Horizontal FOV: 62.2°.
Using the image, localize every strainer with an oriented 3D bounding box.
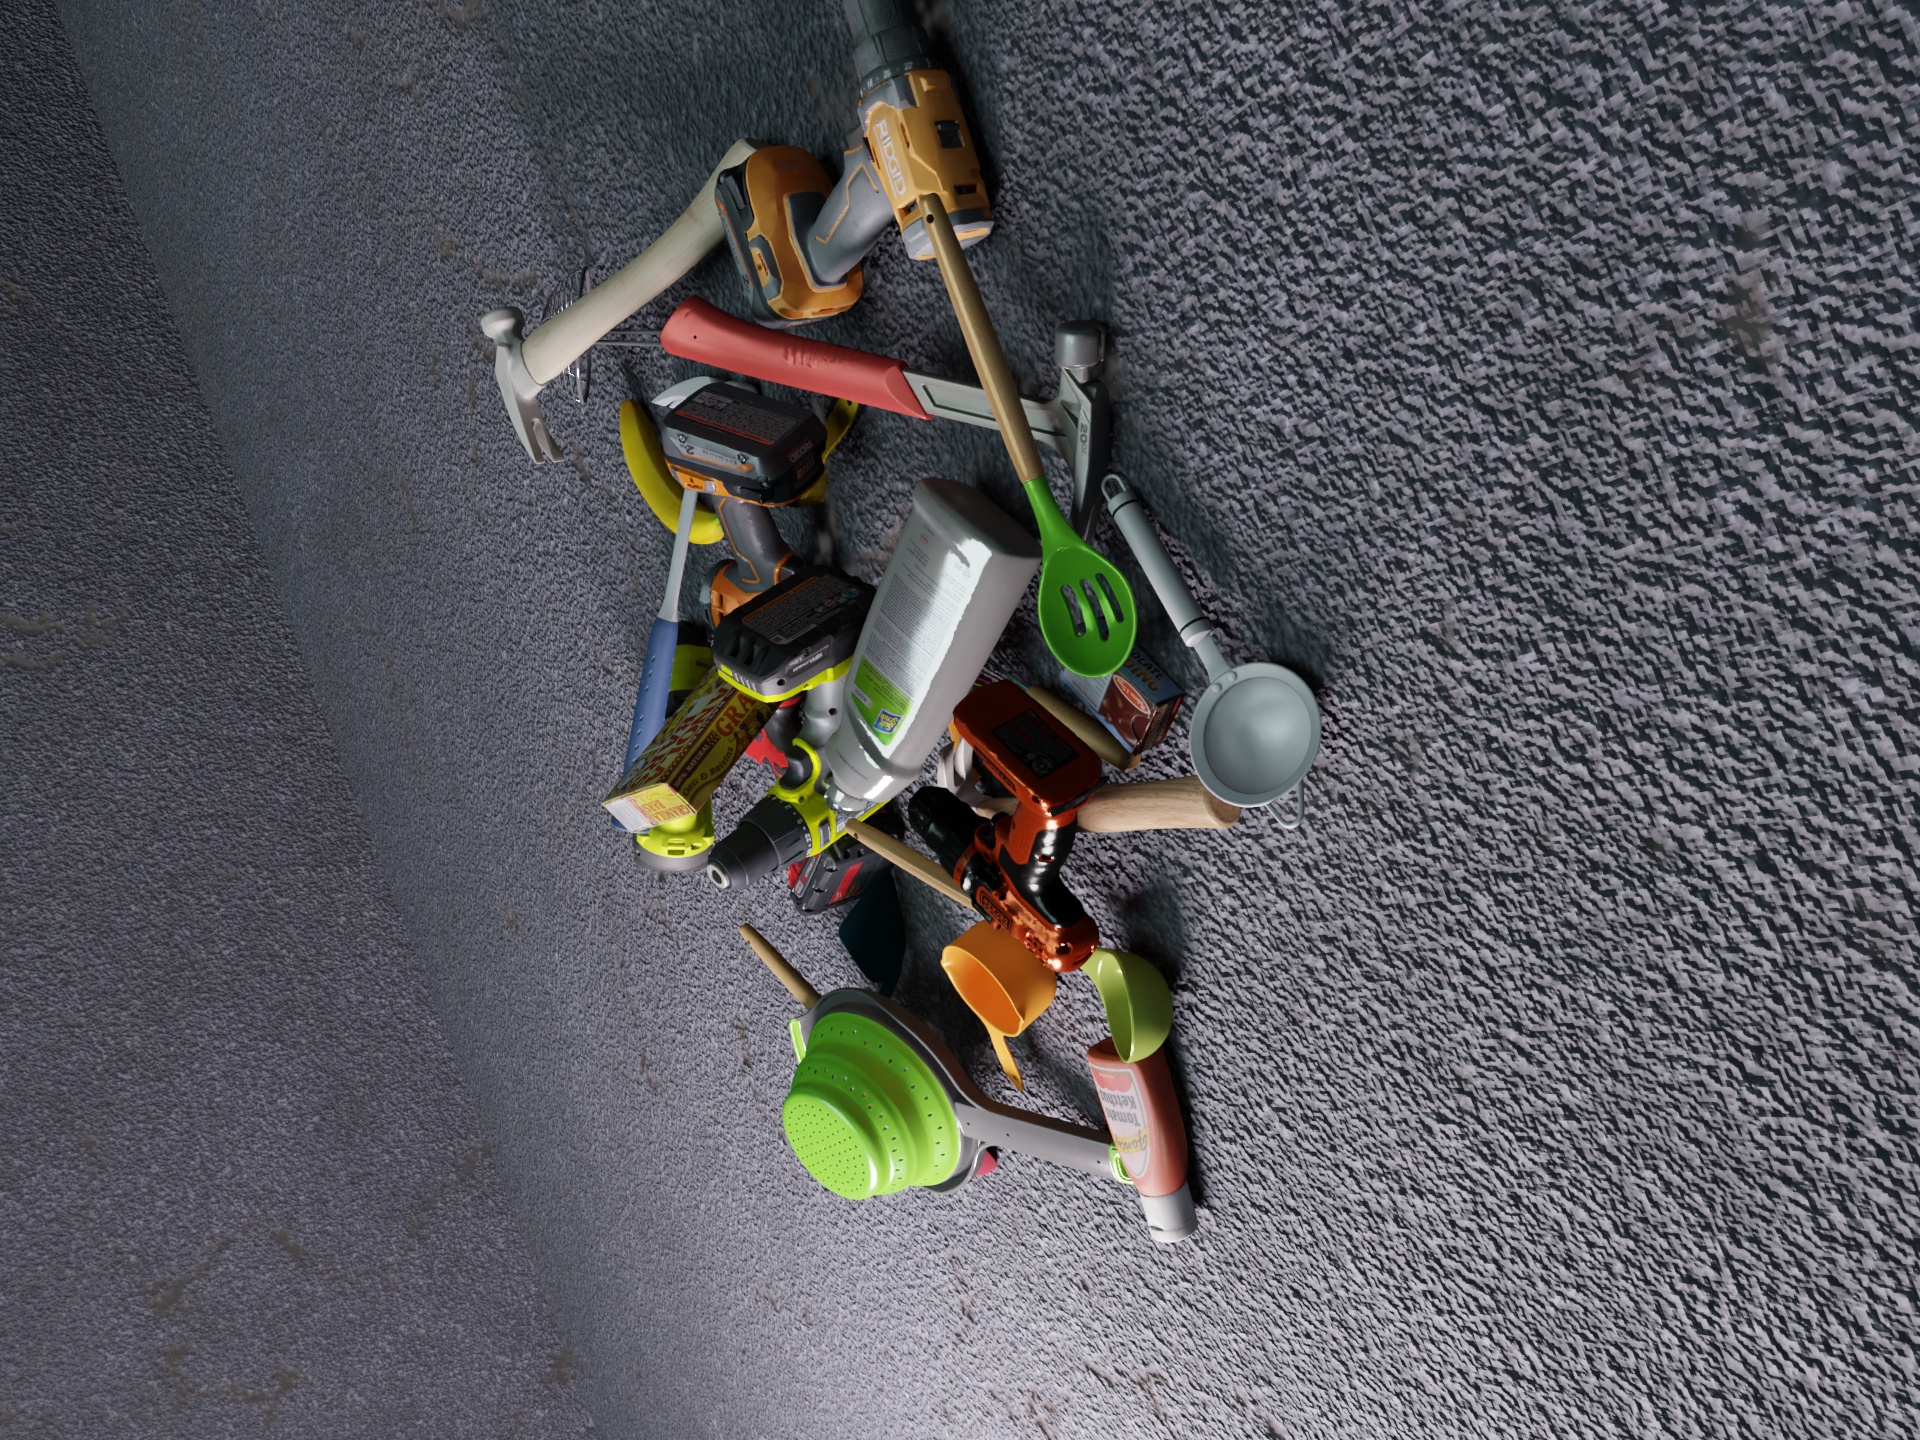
[{"bbox_3d":[0.149,-0.047,0.963,0.087,0.050,0.259,-37,67,27],"label":"strainer"}]

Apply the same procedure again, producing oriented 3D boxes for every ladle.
[{"bbox_3d":[0.024,0.151,1.186,0.320,0.062,0.078,27,135,31],"label":"ladle"},{"bbox_3d":[-0.090,0.297,1.433,0.315,0.031,0.069,45,149,10],"label":"ladle"}]

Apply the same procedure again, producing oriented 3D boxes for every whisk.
[{"bbox_3d":[0.034,-0.022,1.143,0.245,0.047,0.051,33,132,38],"label":"whisk"}]

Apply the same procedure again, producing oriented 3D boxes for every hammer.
[{"bbox_3d":[0.077,0.060,1.098,0.331,0.031,0.130,-12,107,60],"label":"hammer"},{"bbox_3d":[-0.259,-0.102,1.408,0.144,0.035,0.405,22,103,52],"label":"hammer"},{"bbox_3d":[-0.060,-0.223,1.083,0.359,0.037,0.149,19,124,29],"label":"hammer"},{"bbox_3d":[-0.272,-0.352,1.328,0.410,0.038,0.146,-20,88,44],"label":"hammer"}]

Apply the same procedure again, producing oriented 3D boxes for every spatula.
[{"bbox_3d":[-0.083,0.272,1.471,0.044,0.082,0.317,27,137,17],"label":"spatula"}]

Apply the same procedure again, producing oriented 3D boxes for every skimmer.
[{"bbox_3d":[-0.260,-0.338,1.409,0.363,0.090,0.127,14,105,41],"label":"skimmer"}]

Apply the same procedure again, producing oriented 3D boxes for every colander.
[{"bbox_3d":[-0.023,0.344,1.310,0.397,0.094,0.204,4,117,41],"label":"colander"}]

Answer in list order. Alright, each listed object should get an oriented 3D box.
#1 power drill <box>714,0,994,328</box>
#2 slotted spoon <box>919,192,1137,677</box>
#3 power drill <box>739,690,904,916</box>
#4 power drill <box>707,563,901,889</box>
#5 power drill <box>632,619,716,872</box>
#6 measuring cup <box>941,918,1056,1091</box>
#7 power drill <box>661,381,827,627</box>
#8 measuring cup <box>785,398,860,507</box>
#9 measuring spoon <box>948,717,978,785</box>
[{"bbox_3d":[-0.080,-0.381,1.079,0.226,0.084,0.185,-12,97,53],"label":"power drill"},{"bbox_3d":[0.038,-0.176,0.991,0.070,0.031,0.313,-16,101,33],"label":"slotted spoon"},{"bbox_3d":[-0.146,0.055,1.419,0.220,0.078,0.143,59,145,22],"label":"power drill"},{"bbox_3d":[-0.126,0.013,1.234,0.080,0.190,0.228,29,137,31],"label":"power drill"},{"bbox_3d":[-0.276,0.026,1.567,0.171,0.080,0.223,-103,21,-47],"label":"power drill"},{"bbox_3d":[0.044,0.227,1.266,0.095,0.052,0.173,28,147,42],"label":"measuring cup"},{"bbox_3d":[-0.147,-0.143,1.273,0.164,0.084,0.226,22,141,26],"label":"power drill"},{"bbox_3d":[-0.117,-0.219,1.263,0.062,0.029,0.156,64,150,9],"label":"measuring cup"},{"bbox_3d":[-0.002,-0.004,1.237,0.021,0.011,0.117,-1,103,56],"label":"measuring spoon"}]
